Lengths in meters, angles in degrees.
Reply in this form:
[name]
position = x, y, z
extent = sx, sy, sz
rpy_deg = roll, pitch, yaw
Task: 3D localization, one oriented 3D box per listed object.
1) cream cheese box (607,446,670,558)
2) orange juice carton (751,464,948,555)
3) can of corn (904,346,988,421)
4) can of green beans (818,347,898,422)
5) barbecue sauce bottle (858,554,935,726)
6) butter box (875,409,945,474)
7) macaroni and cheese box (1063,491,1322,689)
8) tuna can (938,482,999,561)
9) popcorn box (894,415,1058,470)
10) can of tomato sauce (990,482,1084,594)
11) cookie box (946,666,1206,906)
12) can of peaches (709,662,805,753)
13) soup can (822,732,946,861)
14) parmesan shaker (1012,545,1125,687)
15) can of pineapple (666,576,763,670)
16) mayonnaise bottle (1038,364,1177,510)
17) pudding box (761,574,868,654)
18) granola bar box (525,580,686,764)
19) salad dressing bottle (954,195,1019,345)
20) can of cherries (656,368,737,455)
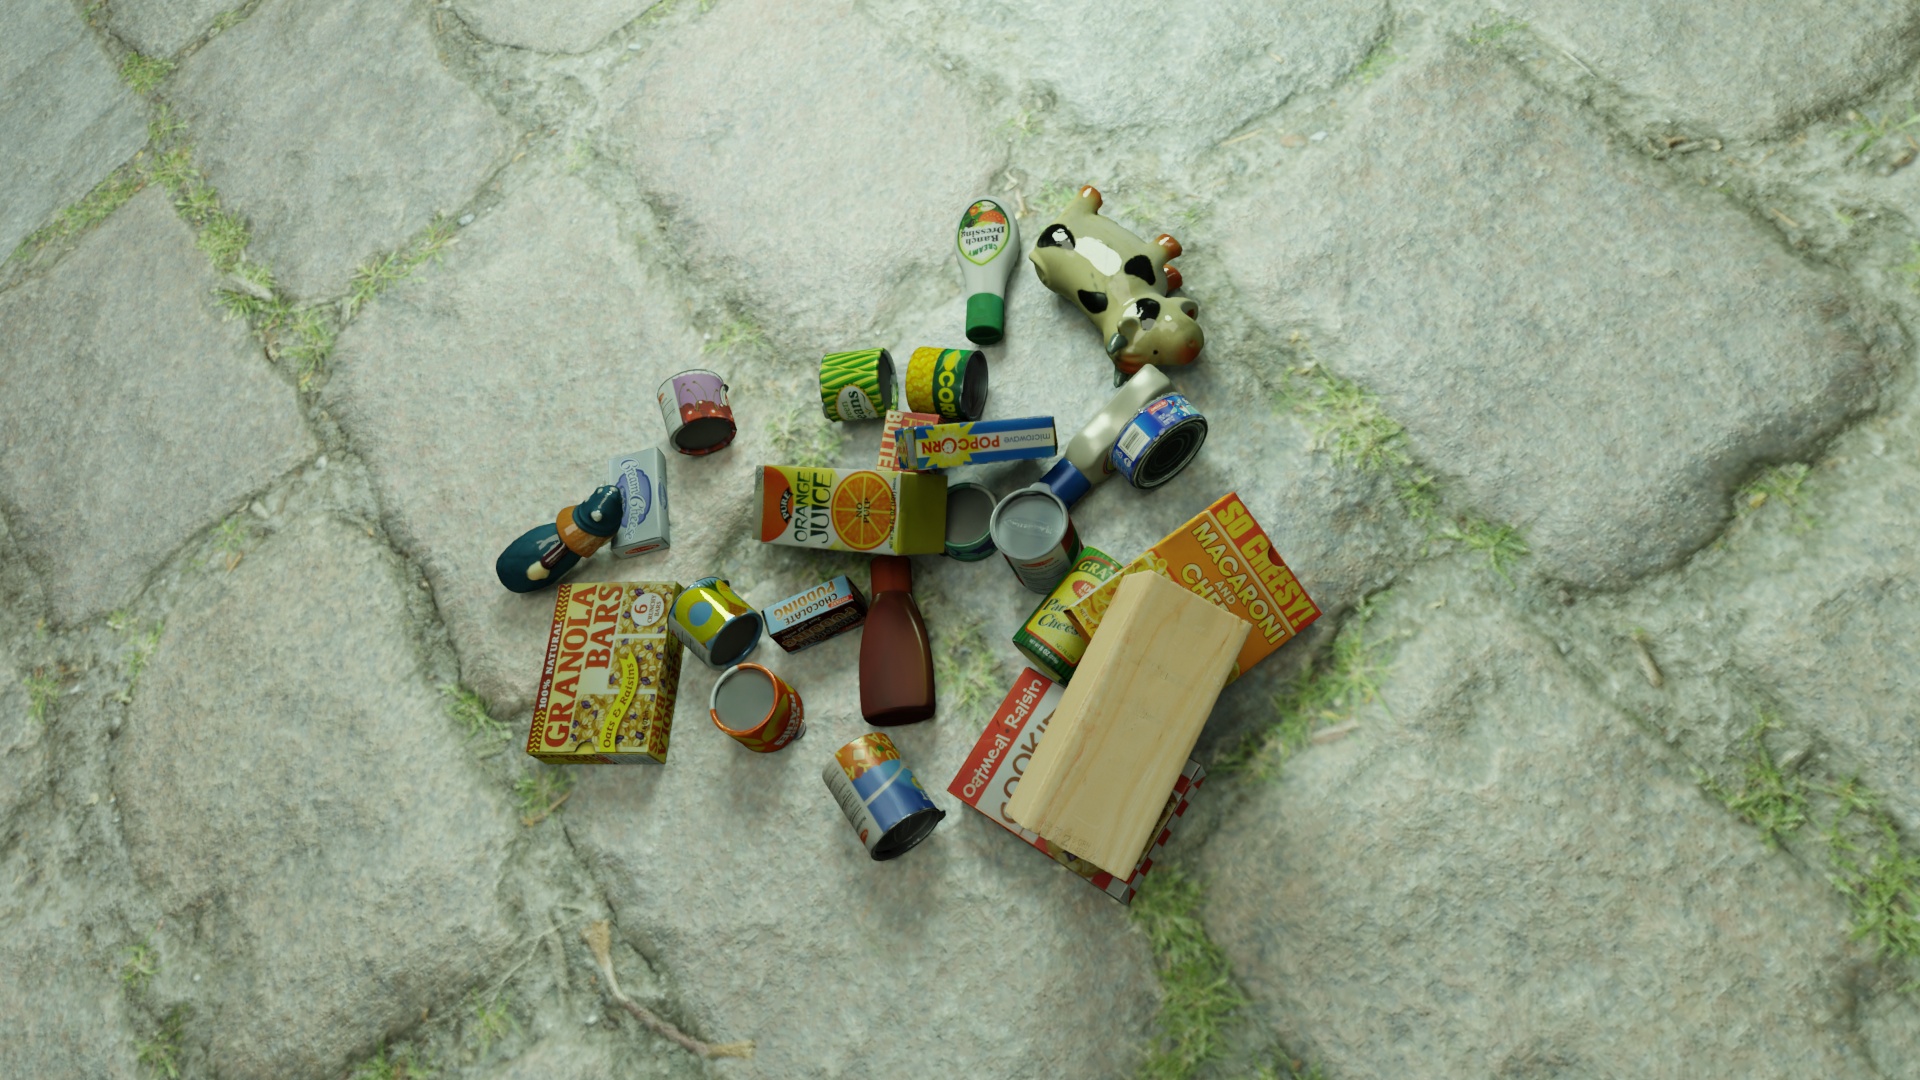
[cream cheese box]
position = -0.314, -0.037, 1.352
extent = 0.053, 0.024, 0.104
rpy_deg = -14, 63, 10
[orange juice carton]
position = -0.111, -0.029, 1.239
extent = 0.192, 0.073, 0.071
rpy_deg = 5, 93, 32
[can of corn]
position = -0.013, -0.144, 1.286
extent = 0.058, 0.071, 0.071
rpy_deg = 7, 69, 21
[can of green beans]
position = -0.096, -0.147, 1.314
extent = 0.058, 0.071, 0.071
rpy_deg = -4, 66, 15
[barbecue sauce bottle]
position = -0.058, 0.084, 1.210
extent = 0.065, 0.043, 0.149
rpy_deg = -11, 63, 12
[butter box]
position = -0.049, -0.067, 1.272
extent = 0.053, 0.024, 0.103
rpy_deg = 10, 86, 21
[macaroni and cheese box]
position = 0.187, 0.058, 1.114
extent = 0.167, 0.040, 0.123
rpy_deg = -35, 89, -7
[tuna can]
position = 0.004, -0.016, 1.243
extent = 0.071, 0.032, 0.071
rpy_deg = -6, 65, 14
[popcorn box]
position = 0.013, -0.085, 1.216
extent = 0.127, 0.085, 0.038
rpy_deg = -6, 95, -13
[can of tomato sauce]
position = 0.068, 0.000, 1.188
extent = 0.071, 0.083, 0.071
rpy_deg = -6, 65, 14
[cookie box]
position = 0.092, 0.194, 1.117
extent = 0.168, 0.040, 0.123
rpy_deg = 28, 78, 25
[can of peaches]
position = -0.176, 0.146, 1.209
extent = 0.071, 0.058, 0.071
rpy_deg = -7, 65, 14
[soup can]
position = -0.064, 0.209, 1.144
extent = 0.071, 0.071, 0.084
rpy_deg = -37, 61, -2
[parmesan shaker]
position = 0.101, 0.066, 1.159
extent = 0.071, 0.071, 0.103
rpy_deg = 35, 80, 27
[can of pineapple]
position = -0.219, 0.074, 1.250
extent = 0.058, 0.071, 0.071
rpy_deg = 37, 81, 27
[mayonnaise bottle]
position = 0.129, -0.086, 1.223
extent = 0.148, 0.064, 0.041
rpy_deg = -45, 63, -2
[pudding box]
position = -0.128, 0.066, 1.236
extent = 0.084, 0.049, 0.030
rpy_deg = -23, 61, 5
[granola bar box]
position = -0.322, 0.120, 1.275
extent = 0.124, 0.039, 0.166
rpy_deg = -3, 66, 16
[salad dressing bottle]
position = 0.025, -0.260, 1.341
extent = 0.064, 0.044, 0.148
rpy_deg = -5, 66, 14
[can of cherries]
position = -0.254, -0.124, 1.352
extent = 0.071, 0.071, 0.058
rpy_deg = -24, 62, 5
